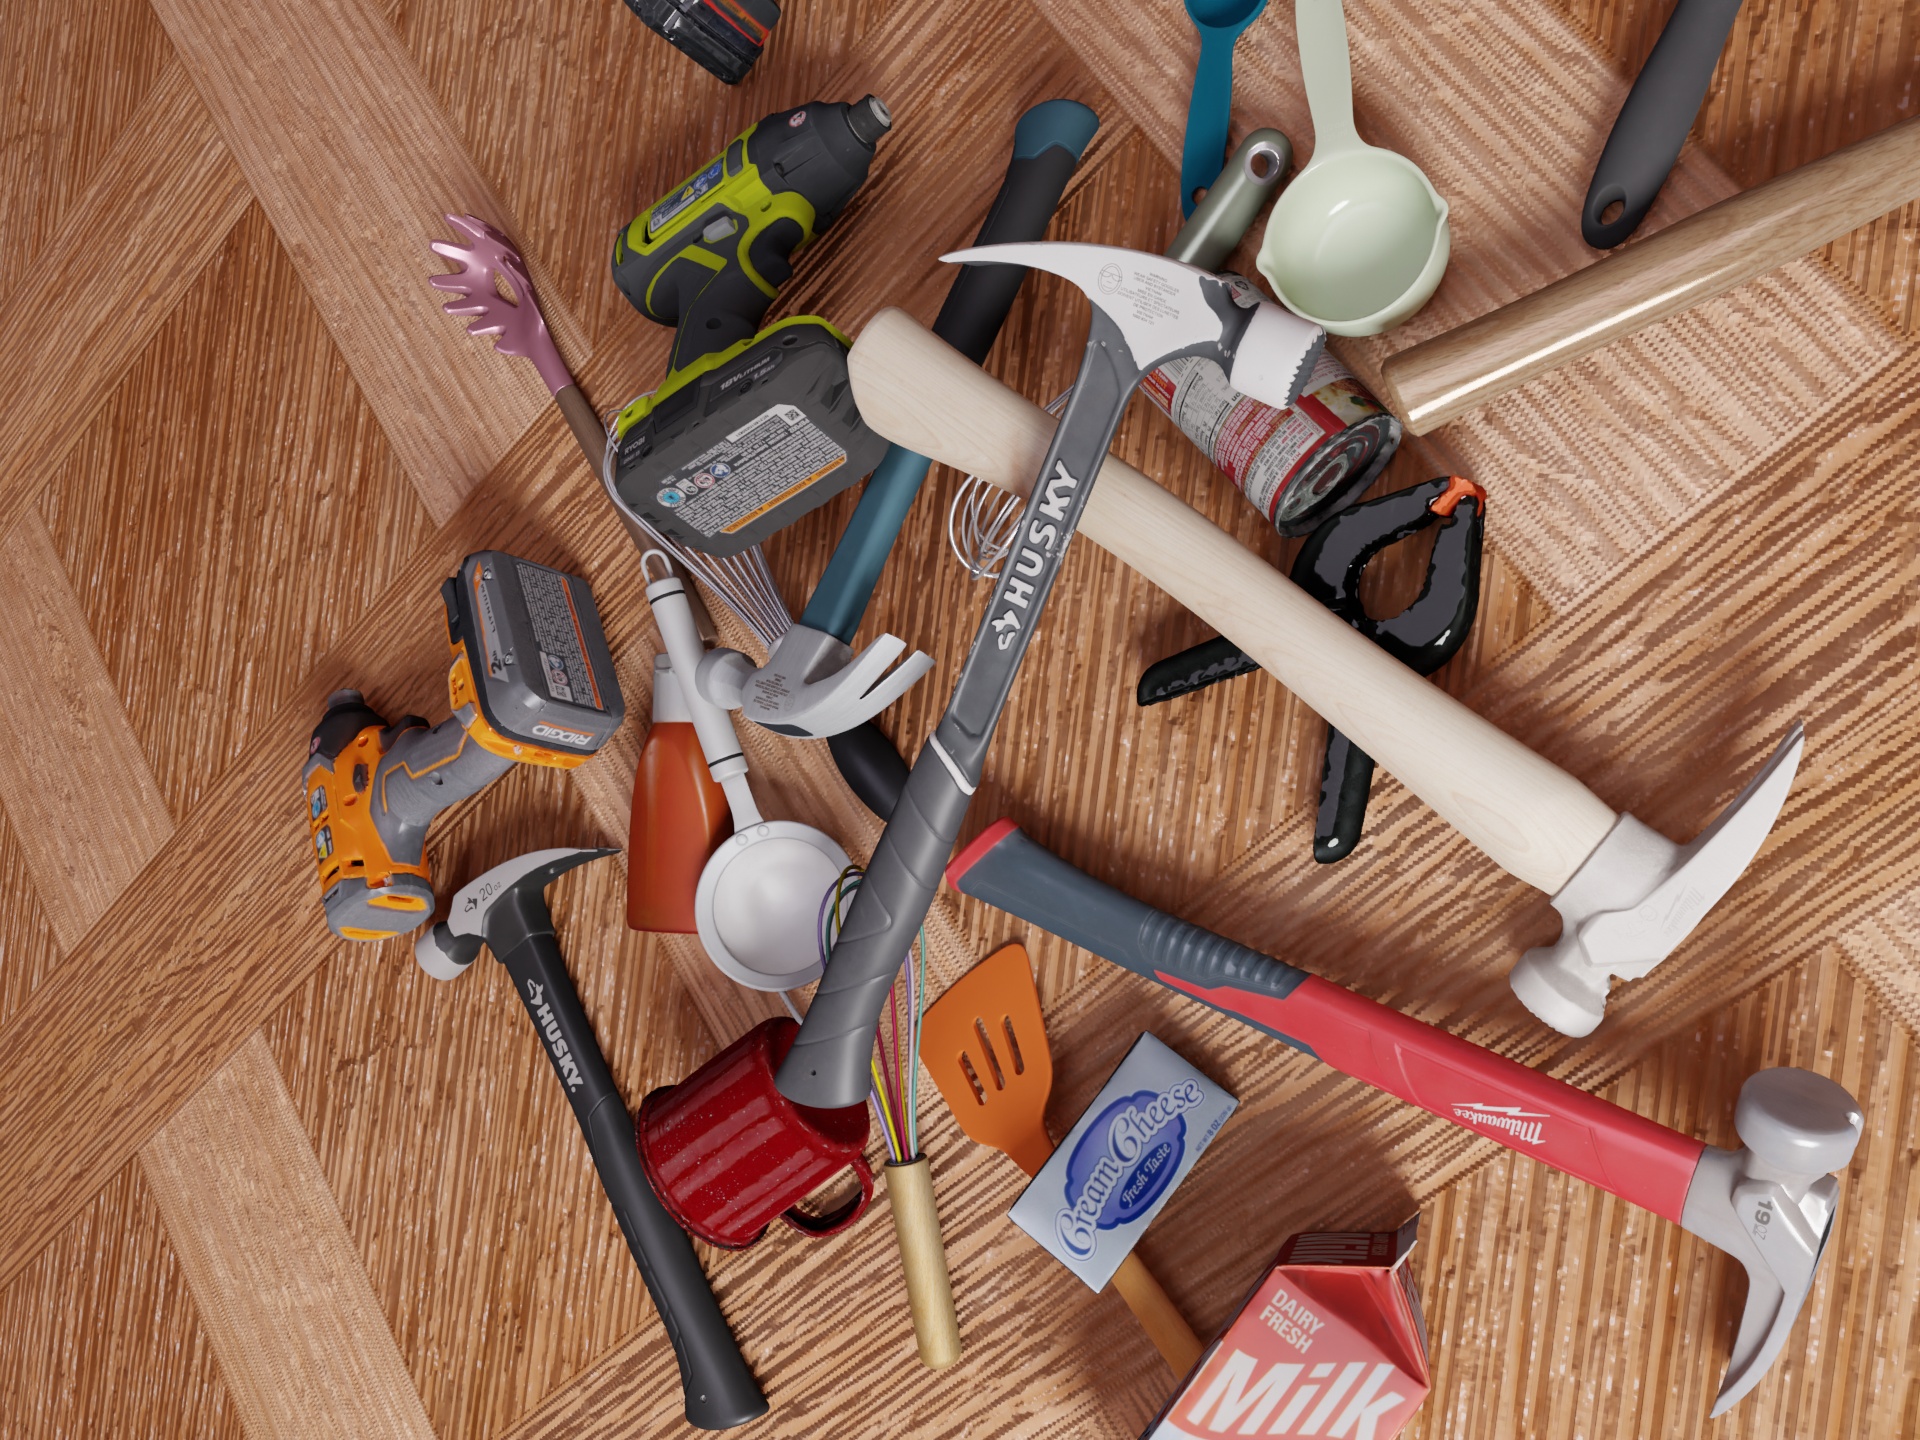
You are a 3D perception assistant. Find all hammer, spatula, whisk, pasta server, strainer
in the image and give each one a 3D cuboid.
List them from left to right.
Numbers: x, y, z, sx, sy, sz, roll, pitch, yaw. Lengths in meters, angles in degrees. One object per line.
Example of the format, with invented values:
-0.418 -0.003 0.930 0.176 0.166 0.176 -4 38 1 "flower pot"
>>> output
-0.221 -0.168 0.913 0.060 0.040 0.316 -45 68 33 "pasta server"
-0.188 0.223 0.869 0.146 0.035 0.335 -38 69 23 "hammer"
-0.115 0.031 0.817 0.087 0.050 0.258 -21 86 3 "strainer"
-0.106 -0.059 0.832 0.070 0.070 0.285 -42 73 21 "whisk"
-0.028 0.190 0.770 0.051 0.047 0.245 -10 90 -7 "whisk"
-0.018 -0.144 0.758 0.128 0.033 0.331 20 84 47 "hammer"
-0.001 -0.002 0.672 0.149 0.036 0.408 28 111 15 "hammer"
0.075 -0.167 0.742 0.057 0.059 0.246 34 102 -10 "whisk"
0.083 0.251 0.720 0.081 0.041 0.323 -44 71 21 "spatula"
0.124 -0.054 0.646 0.411 0.038 0.146 38 114 13 "hammer"
0.150 0.138 0.667 0.387 0.038 0.143 21 125 35 "hammer"
0.298 -0.301 0.620 0.055 0.055 0.239 28 105 28 "whisk"
0.320 -0.191 0.594 0.331 0.031 0.130 -24 76 22 "hammer"

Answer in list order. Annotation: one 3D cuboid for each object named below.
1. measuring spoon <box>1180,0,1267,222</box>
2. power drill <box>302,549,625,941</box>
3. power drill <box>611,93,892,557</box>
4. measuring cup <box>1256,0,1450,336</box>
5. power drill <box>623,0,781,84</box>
0.121 -0.294 0.741 0.042 0.021 0.128 12 102 29 "measuring spoon"
-0.302 0.003 0.920 0.226 0.084 0.164 -39 56 26 "power drill"
-0.100 -0.207 0.791 0.171 0.080 0.223 -27 50 26 "power drill"
0.169 -0.248 0.695 0.083 0.038 0.168 -10 80 29 "measuring cup"
-0.109 -0.484 0.850 0.226 0.080 0.188 -44 67 17 "power drill"
